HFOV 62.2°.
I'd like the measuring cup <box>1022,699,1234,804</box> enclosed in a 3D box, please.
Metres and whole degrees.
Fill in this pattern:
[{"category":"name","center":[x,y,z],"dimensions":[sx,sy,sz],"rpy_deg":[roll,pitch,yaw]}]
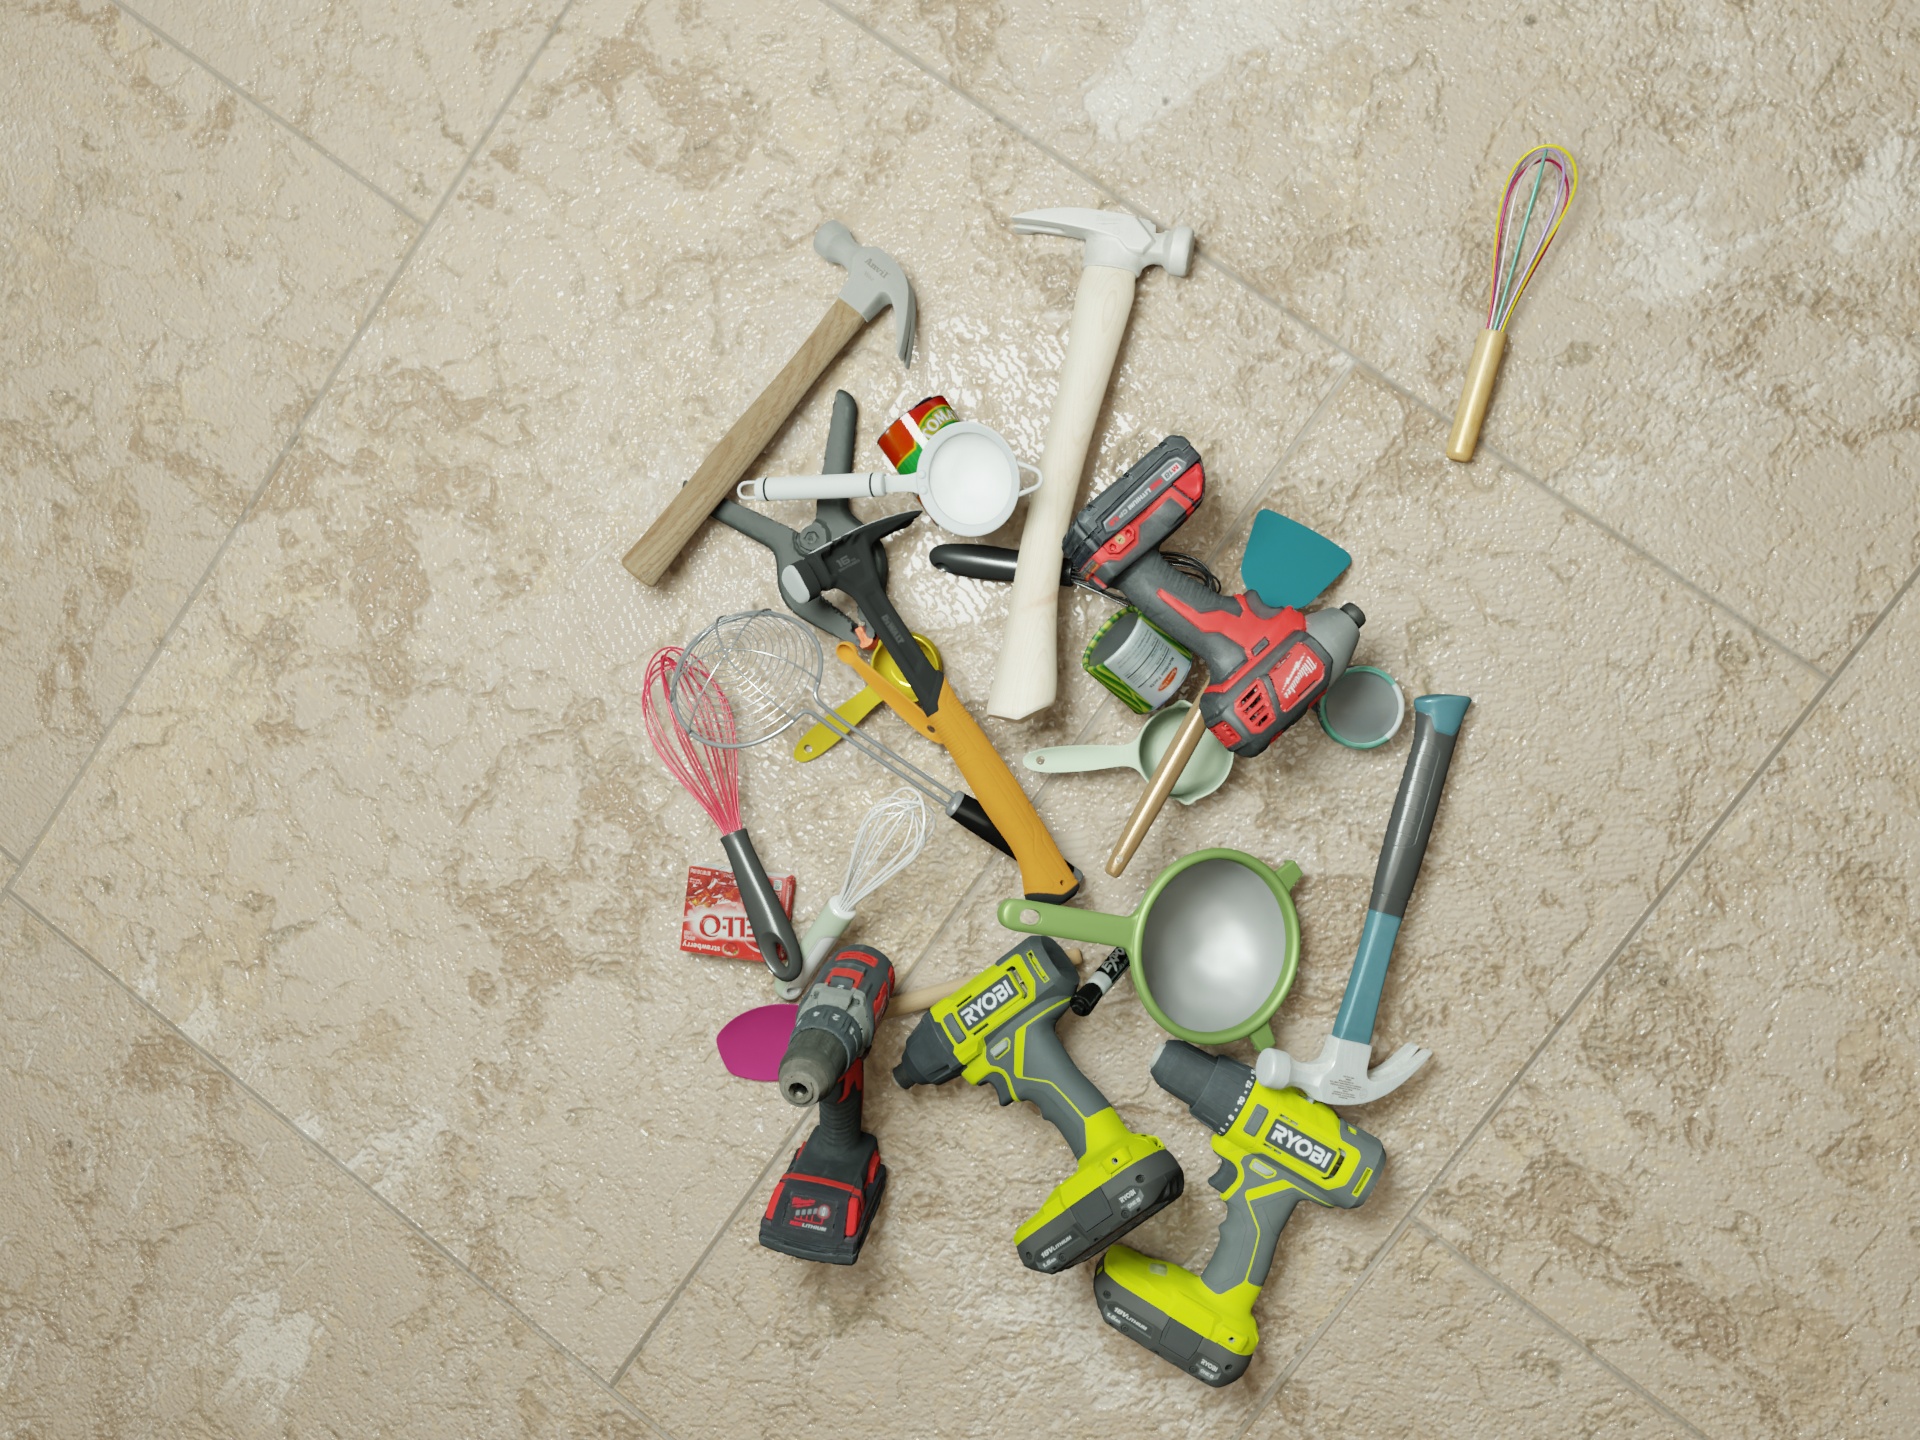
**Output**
[{"category":"measuring cup","center":[0.135,0.027,1.273],"dimensions":[0.167,0.038,0.083],"rpy_deg":[-4,91,12]}]

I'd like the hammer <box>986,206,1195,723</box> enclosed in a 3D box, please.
[{"category":"hammer","center":[0.071,-0.202,1.247],"dimensions":[0.146,0.038,0.411],"rpy_deg":[12,84,11]}]

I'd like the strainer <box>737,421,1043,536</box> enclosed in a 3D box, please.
[{"category":"strainer","center":[-0.055,-0.185,1.232],"dimensions":[0.258,0.050,0.087],"rpy_deg":[0,103,18]}]

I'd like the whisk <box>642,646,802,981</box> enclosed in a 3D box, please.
[{"category":"whisk","center":[-0.193,0.075,1.301],"dimensions":[0.073,0.073,0.296],"rpy_deg":[-25,81,9]}]

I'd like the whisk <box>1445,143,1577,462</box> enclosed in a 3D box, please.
[{"category":"whisk","center":[0.417,-0.318,1.214],"dimensions":[0.047,0.051,0.245],"rpy_deg":[15,97,3]}]

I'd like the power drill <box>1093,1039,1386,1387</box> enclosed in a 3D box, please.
[{"category":"power drill","center":[0.198,0.380,1.252],"dimensions":[0.190,0.080,0.228],"rpy_deg":[29,93,8]}]

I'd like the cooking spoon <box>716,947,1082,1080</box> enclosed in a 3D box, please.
[{"category":"cooking spoon","center":[-0.052,0.237,1.318],"dimensions":[0.319,0.017,0.068],"rpy_deg":[-17,102,10]}]

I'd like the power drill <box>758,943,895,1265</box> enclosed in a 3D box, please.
[{"category":"power drill","center":[-0.104,0.306,1.229],"dimensions":[0.080,0.188,0.226],"rpy_deg":[9,109,8]}]

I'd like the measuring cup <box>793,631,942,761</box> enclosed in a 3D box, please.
[{"category":"measuring cup","center":[-0.079,-0.016,1.318],"dimensions":[0.156,0.029,0.062],"rpy_deg":[-38,93,20]}]

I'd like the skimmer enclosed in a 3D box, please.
[{"category":"skimmer","center":[-0.064,0.037,1.284],"dimensions":[0.363,0.090,0.127],"rpy_deg":[34,69,-11]}]

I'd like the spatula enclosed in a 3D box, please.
[{"category":"spatula","center":[0.195,-0.017,1.233],"dimensions":[0.082,0.044,0.317],"rpy_deg":[30,88,7]}]

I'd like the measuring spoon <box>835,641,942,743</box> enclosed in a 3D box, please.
[{"category":"measuring spoon","center":[-0.055,-0.023,1.289],"dimensions":[0.117,0.011,0.021],"rpy_deg":[42,135,-4]}]

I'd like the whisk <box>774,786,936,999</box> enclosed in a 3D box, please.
[{"category":"whisk","center":[-0.090,0.145,1.270],"dimensions":[0.246,0.057,0.059],"rpy_deg":[-55,43,32]}]

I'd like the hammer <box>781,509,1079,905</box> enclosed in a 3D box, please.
[{"category":"hammer","center":[-0.002,-0.004,1.253],"dimensions":[0.127,0.034,0.337],"rpy_deg":[-31,89,-28]}]

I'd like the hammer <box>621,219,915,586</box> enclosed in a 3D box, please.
[{"category":"hammer","center":[-0.158,-0.244,1.293],"dimensions":[0.130,0.031,0.331],"rpy_deg":[40,93,18]}]

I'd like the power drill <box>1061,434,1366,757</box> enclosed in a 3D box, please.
[{"category":"power drill","center":[0.191,-0.095,1.177],"dimensions":[0.143,0.078,0.219],"rpy_deg":[-41,88,-10]}]

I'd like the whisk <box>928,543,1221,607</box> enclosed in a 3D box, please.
[{"category":"whisk","center":[0.089,-0.118,1.275],"dimensions":[0.239,0.055,0.055],"rpy_deg":[9,93,14]}]

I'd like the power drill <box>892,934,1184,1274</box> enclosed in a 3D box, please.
[{"category":"power drill","center":[0.056,0.304,1.237],"dimensions":[0.171,0.080,0.223],"rpy_deg":[-39,66,14]}]

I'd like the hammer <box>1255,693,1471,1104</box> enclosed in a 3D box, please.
[{"category":"hammer","center":[0.331,0.136,1.228],"dimensions":[0.128,0.033,0.331],"rpy_deg":[16,89,-15]}]

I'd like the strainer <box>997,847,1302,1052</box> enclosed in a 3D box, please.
[{"category":"strainer","center":[0.137,0.163,1.222],"dimensions":[0.256,0.069,0.151],"rpy_deg":[11,86,-21]}]
